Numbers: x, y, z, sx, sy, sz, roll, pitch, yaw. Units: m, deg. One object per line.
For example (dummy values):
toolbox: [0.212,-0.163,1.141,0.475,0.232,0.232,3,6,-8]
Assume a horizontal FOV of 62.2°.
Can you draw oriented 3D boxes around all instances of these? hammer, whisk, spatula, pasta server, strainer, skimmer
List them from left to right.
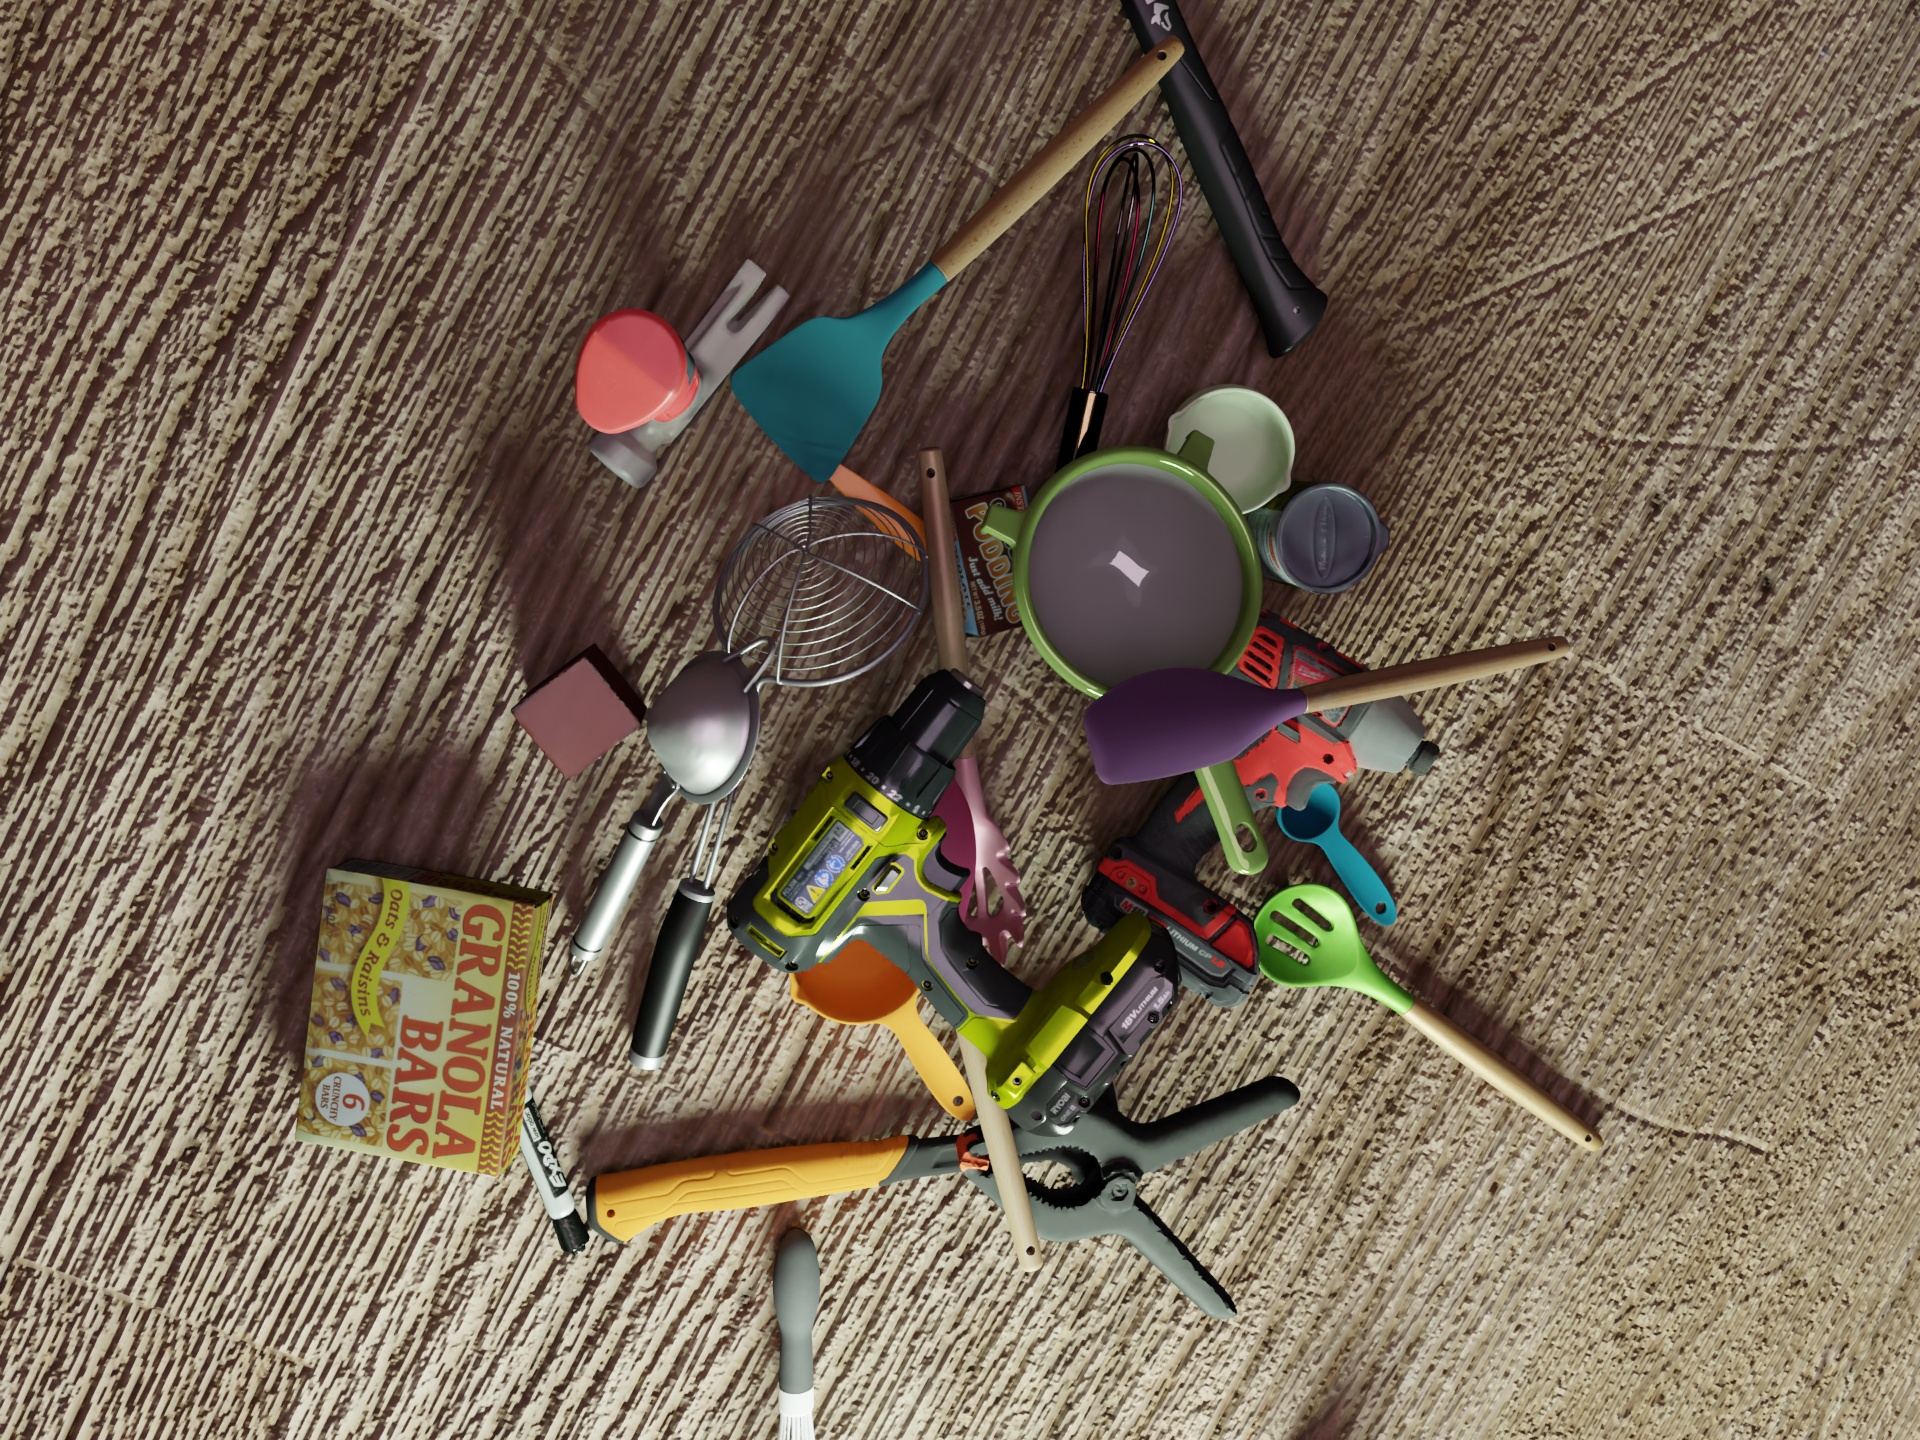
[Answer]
strainer: [-0.177,0.055,0.906,0.050,0.087,0.258,3,128,-43]
hammer: [-0.128,-0.169,0.734,0.038,0.386,0.143,39,92,-12]
skimmer: [-0.122,0.042,0.945,0.127,0.090,0.363,27,109,25]
whisk: [-0.106,0.463,1.017,0.070,0.070,0.284,0,94,-9]
hammer: [-0.065,0.272,0.999,0.337,0.034,0.127,-7,101,-7]
pasta server: [-0.002,-0.003,0.946,0.060,0.040,0.316,-4,107,7]
spatula: [0.005,-0.271,0.902,0.317,0.044,0.082,-43,91,2]
whisk: [0.077,-0.215,0.929,0.047,0.051,0.245,-5,113,-46]
strainer: [0.114,-0.030,0.927,0.151,0.069,0.256,-23,92,-17]
hammer: [0.124,-0.368,0.920,0.146,0.035,0.334,-28,103,-4]
spatula: [0.216,-0.018,0.912,0.316,0.018,0.060,-11,81,-18]

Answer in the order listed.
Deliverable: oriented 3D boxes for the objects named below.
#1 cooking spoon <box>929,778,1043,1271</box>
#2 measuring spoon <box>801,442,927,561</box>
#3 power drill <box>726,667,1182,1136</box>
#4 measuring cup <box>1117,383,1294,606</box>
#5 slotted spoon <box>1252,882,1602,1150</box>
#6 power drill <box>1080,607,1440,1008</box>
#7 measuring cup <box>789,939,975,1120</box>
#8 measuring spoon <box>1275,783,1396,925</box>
cooking spoon: [0.004,0.176,0.944,0.068,0.017,0.319,-16,95,-13]
measuring spoon: [-0.046,-0.125,0.946,0.117,0.011,0.021,38,92,-13]
power drill: [0.009,0.102,0.890,0.228,0.080,0.190,38,95,-1]
measuring cup: [0.137,-0.127,0.967,0.083,0.038,0.167,28,111,-8]
slotted spoon: [0.310,0.202,1.048,0.313,0.031,0.070,35,93,-14]
power drill: [0.180,0.056,0.962,0.143,0.078,0.219,32,91,10]
measuring cup: [-0.043,0.169,0.975,0.095,0.052,0.173,-33,104,-6]
measuring spoon: [0.243,0.085,1.026,0.042,0.021,0.128,-39,112,1]
